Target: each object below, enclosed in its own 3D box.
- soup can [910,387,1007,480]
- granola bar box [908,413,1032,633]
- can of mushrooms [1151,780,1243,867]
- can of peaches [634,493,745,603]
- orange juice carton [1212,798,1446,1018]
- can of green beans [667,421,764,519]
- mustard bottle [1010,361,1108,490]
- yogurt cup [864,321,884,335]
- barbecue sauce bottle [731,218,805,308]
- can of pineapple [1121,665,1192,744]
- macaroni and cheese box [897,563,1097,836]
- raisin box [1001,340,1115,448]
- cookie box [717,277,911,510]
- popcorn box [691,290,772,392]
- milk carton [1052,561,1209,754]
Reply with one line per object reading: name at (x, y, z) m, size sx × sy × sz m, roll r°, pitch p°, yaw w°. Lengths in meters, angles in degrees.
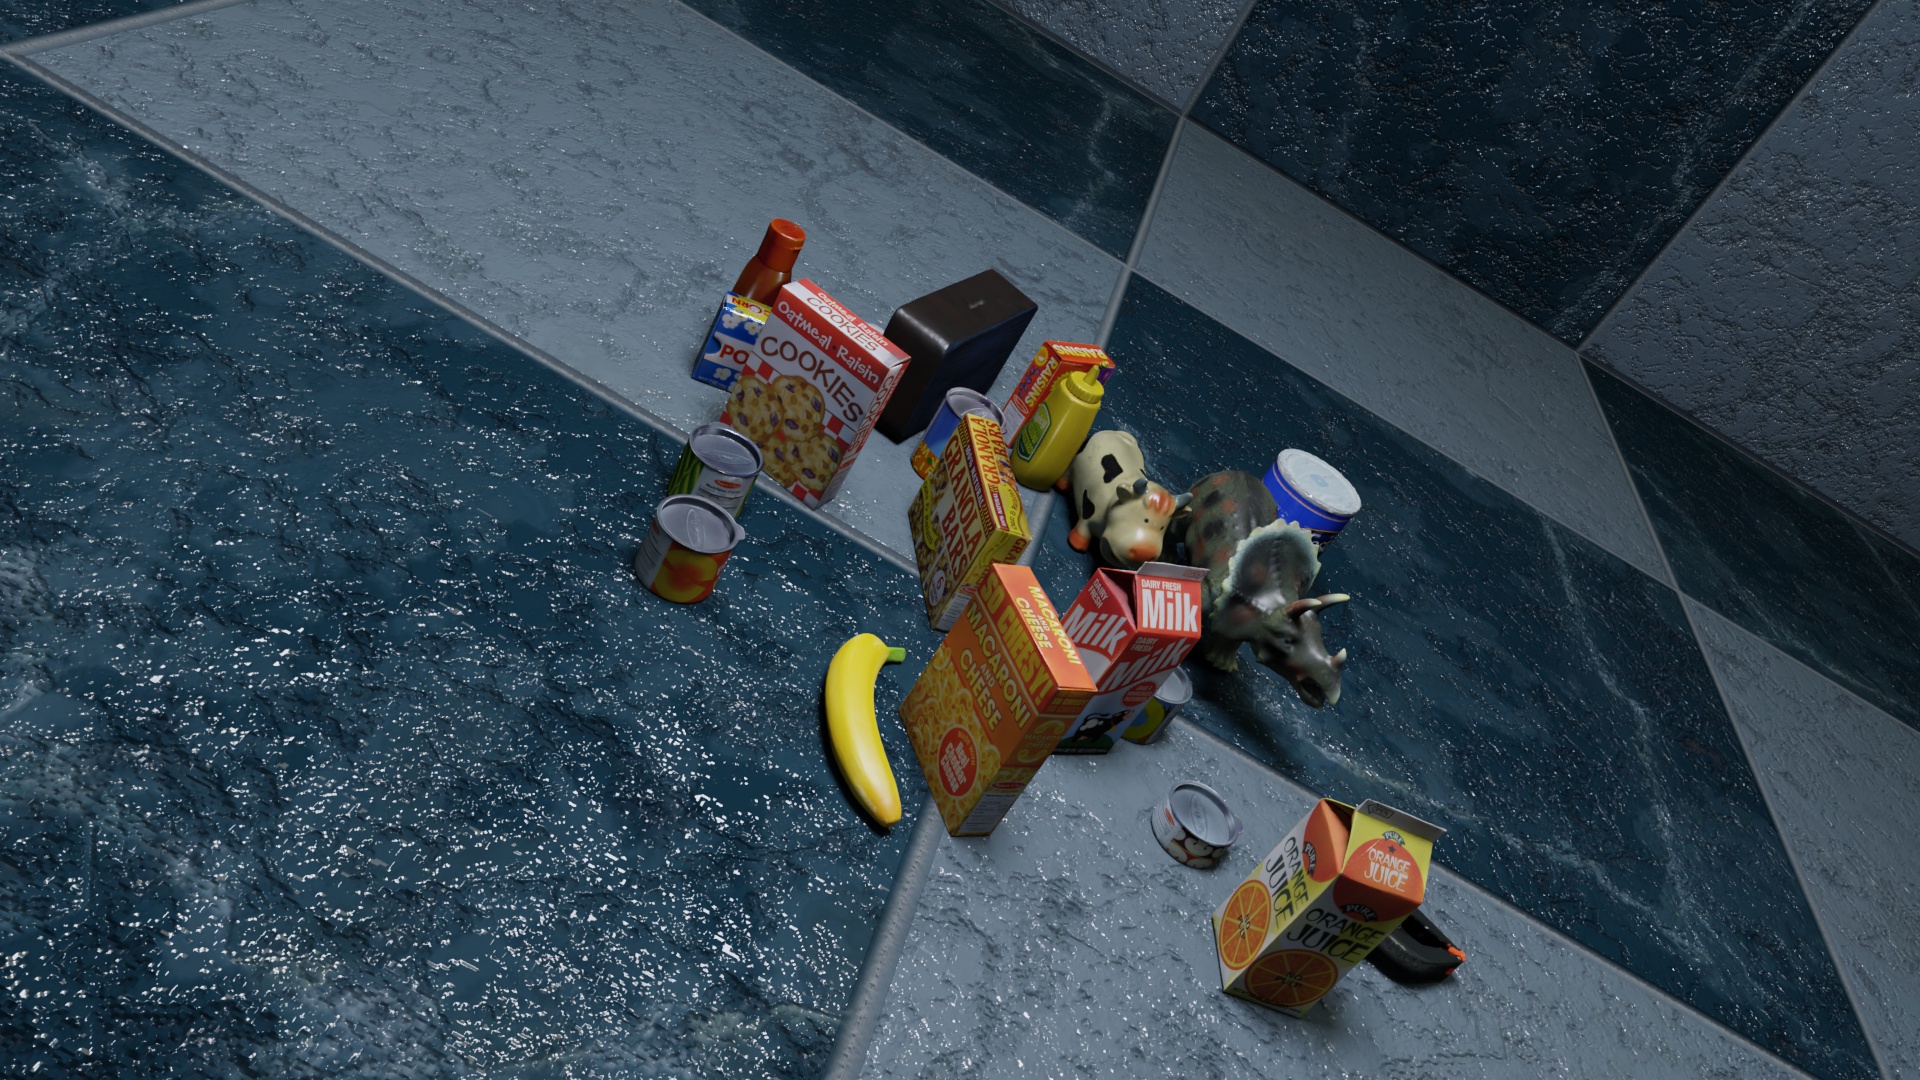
soup can at (-0.001, -0.098, 1.381) m, size 0.071 × 0.083 × 0.072 m, roll 22°, pitch 33°, yaw -15°
granola bar box at (0.004, -0.015, 1.235) m, size 0.039 × 0.123 × 0.166 m, roll 17°, pitch 35°, yaw -24°
can of mushrooms at (0.194, 0.234, 1.141) m, size 0.071 × 0.033 × 0.071 m, roll 22°, pitch 33°, yaw -15°
can of peaches at (-0.212, 0.007, 1.083) m, size 0.071 × 0.057 × 0.071 m, roll 22°, pitch 33°, yaw -15°
orange juice carton at (0.270, 0.260, 1.020) m, size 0.072 × 0.191 × 0.073 m, roll 23°, pitch 33°, yaw -14°
can of green beans at (-0.207, -0.055, 1.172) m, size 0.071 × 0.057 × 0.071 m, roll 22°, pitch 33°, yaw -15°
mustard bottle at (0.107, -0.126, 1.440) m, size 0.049 × 0.159 × 0.065 m, roll 15°, pitch 36°, yaw -26°
yogurt cup at (-0.108, -0.189, 1.443) m, size 0.072 × 0.053 × 0.073 m, roll 22°, pitch 33°, yaw -15°
barbecue sauce bottle at (-0.195, -0.241, 1.351) m, size 0.044 × 0.147 × 0.065 m, roll 42°, pitch 33°, yaw 15°
can of pineapple at (0.160, 0.136, 1.223) m, size 0.071 × 0.057 × 0.071 m, roll 22°, pitch 33°, yaw -15°
macaroni and cheese box at (0.023, 0.118, 1.029) m, size 0.040 × 0.165 × 0.124 m, roll 7°, pitch 40°, yaw -35°
raisin box at (0.101, -0.156, 1.511) m, size 0.086 × 0.122 × 0.040 m, roll 0°, pitch 44°, yaw -41°
cookie box at (-0.133, -0.129, 1.233) m, size 0.123 × 0.166 × 0.040 m, roll 38°, pitch 32°, yaw 10°
popcorn box at (-0.182, -0.176, 1.332) m, size 0.127 × 0.084 × 0.038 m, roll 19°, pitch 34°, yaw -20°
milk carton at (0.127, 0.087, 1.136) m, size 0.072 × 0.189 × 0.074 m, roll 7°, pitch 40°, yaw -35°
